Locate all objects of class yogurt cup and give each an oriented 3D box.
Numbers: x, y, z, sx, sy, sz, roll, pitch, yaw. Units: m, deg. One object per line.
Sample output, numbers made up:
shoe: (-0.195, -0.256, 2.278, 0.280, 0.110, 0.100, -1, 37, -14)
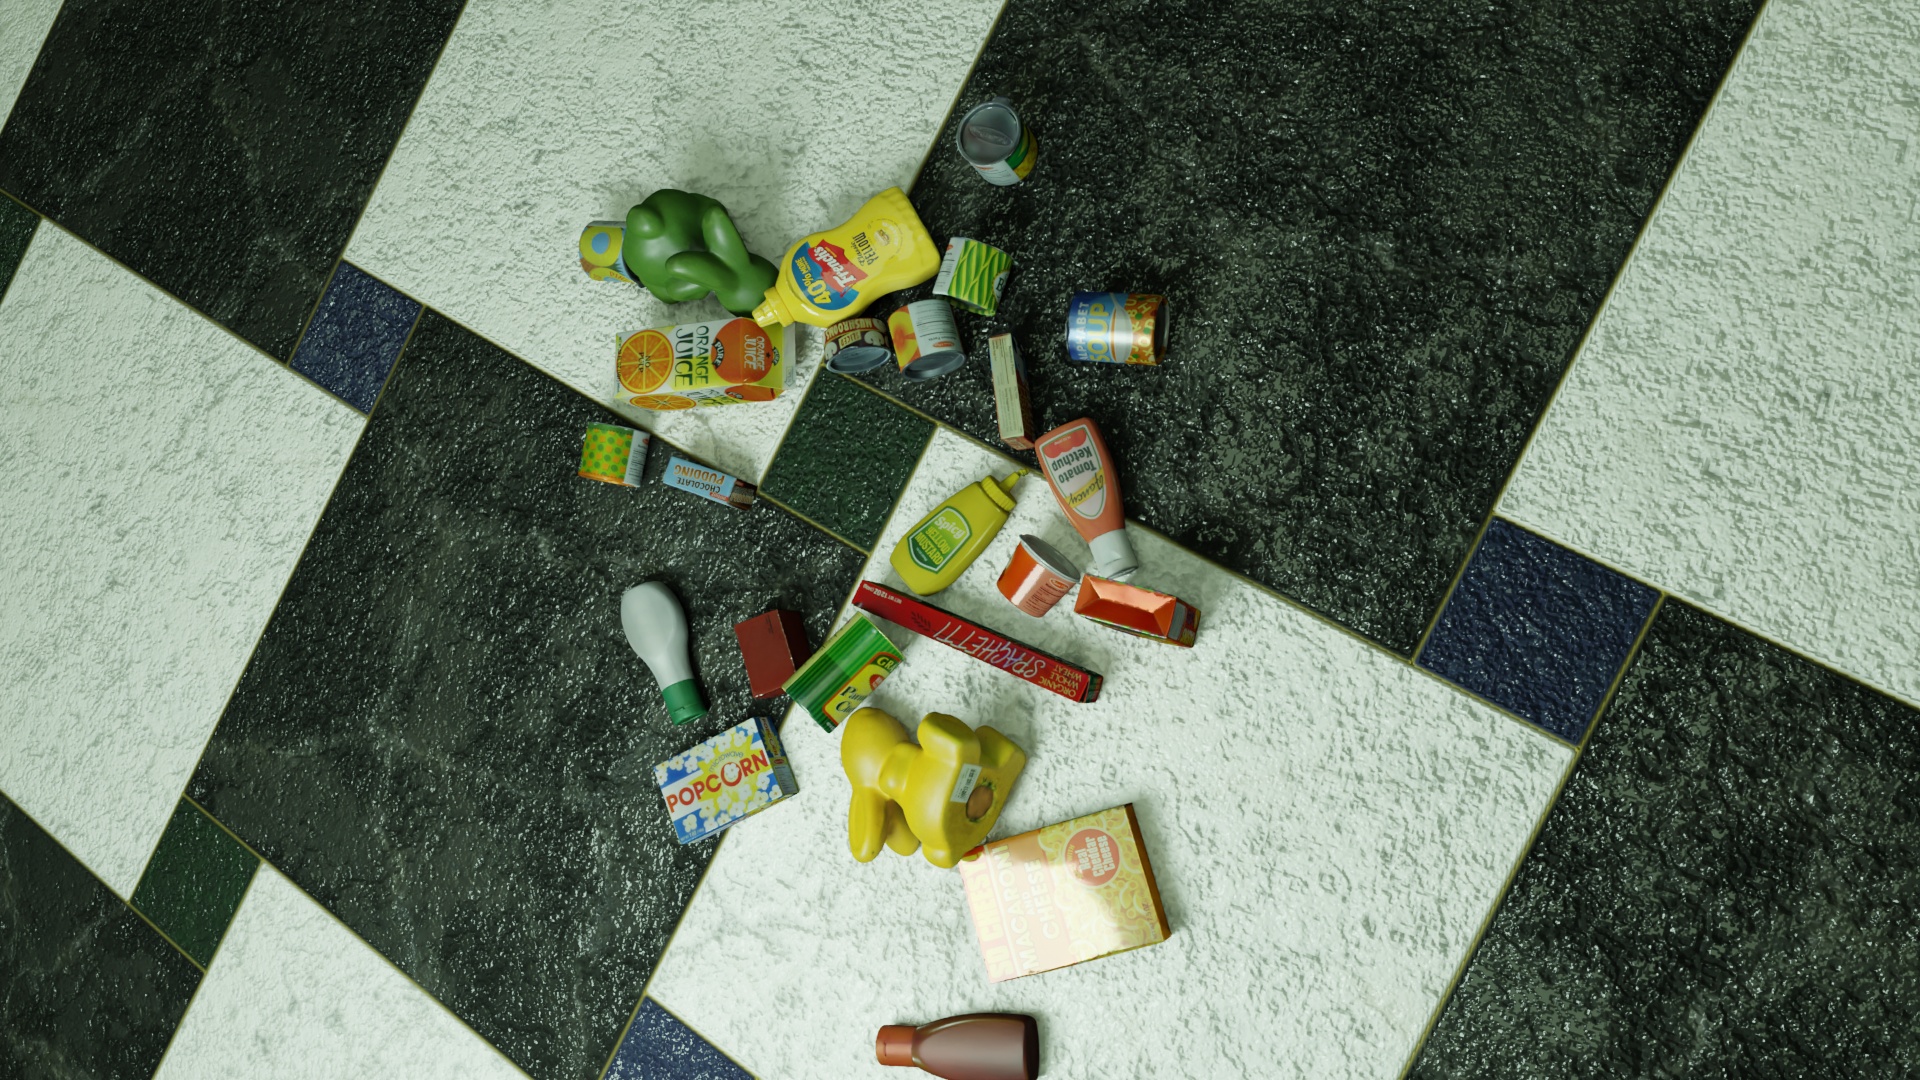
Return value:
yogurt cup: (0.070, 0.035, 1.296, 0.072, 0.072, 0.053, 42, 106, 20)

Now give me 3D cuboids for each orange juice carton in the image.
orange juice carton: (-0.258, -0.182, 1.437, 0.192, 0.073, 0.072, -4, 81, 19)

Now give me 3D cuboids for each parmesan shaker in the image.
parmesan shaker: (-0.111, 0.127, 1.329, 0.071, 0.071, 0.103, 42, 81, 20)

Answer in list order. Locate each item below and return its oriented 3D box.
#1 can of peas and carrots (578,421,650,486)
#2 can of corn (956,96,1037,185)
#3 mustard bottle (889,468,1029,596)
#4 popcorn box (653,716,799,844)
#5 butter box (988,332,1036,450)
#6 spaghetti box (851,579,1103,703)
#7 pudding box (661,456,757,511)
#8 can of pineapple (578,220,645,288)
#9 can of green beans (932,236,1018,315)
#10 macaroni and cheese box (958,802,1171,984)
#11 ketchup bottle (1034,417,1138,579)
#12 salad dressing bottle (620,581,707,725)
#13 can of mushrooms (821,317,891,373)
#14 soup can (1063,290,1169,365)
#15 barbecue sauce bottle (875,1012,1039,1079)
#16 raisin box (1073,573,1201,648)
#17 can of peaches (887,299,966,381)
can of peas and carrots: (-0.368, -0.091, 1.468, 0.071, 0.071, 0.058, 9, 87, 21)
can of corn: (0.038, -0.393, 1.369, 0.071, 0.058, 0.071, -3, 82, 20)
mustard bottle: (0.005, -0.017, 1.334, 0.160, 0.049, 0.065, -44, 73, 9)
popcorn box: (-0.235, 0.240, 1.390, 0.126, 0.038, 0.085, -27, 74, 14)
butter box: (0.050, -0.142, 1.333, 0.024, 0.053, 0.103, -10, 80, 16)
spaghetti box: (0.015, 0.095, 1.314, 0.250, 0.050, 0.028, 22, 92, 21)
pudding box: (-0.259, -0.058, 1.433, 0.084, 0.049, 0.030, 18, 88, 21)
can of pineapple: (-0.369, -0.310, 1.499, 0.058, 0.071, 0.071, 7, 85, 21)
can of green beans: (0.012, -0.257, 1.355, 0.071, 0.071, 0.058, 19, 90, 21)
macaroni and cheese box: (0.093, 0.321, 1.261, 0.166, 0.040, 0.124, -19, 76, 16)
ketchup bottle: (0.123, -0.037, 1.298, 0.064, 0.043, 0.149, -25, 76, 15)
salad dressing bottle: (-0.303, 0.116, 1.429, 0.064, 0.044, 0.148, -27, 76, 13)
can of mushrooms: (-0.105, -0.195, 1.386, 0.071, 0.071, 0.033, -16, 76, 17)
soup can: (0.146, -0.198, 1.296, 0.084, 0.071, 0.071, 6, 85, 20)
barbecue sauce bottle: (-0.004, 0.466, 1.273, 0.148, 0.043, 0.065, -5, 81, 20)
raisin box: (0.159, 0.064, 1.228, 0.086, 0.123, 0.040, 14, 86, 21)
can of peaches: (-0.034, -0.196, 1.365, 0.071, 0.071, 0.058, -19, 77, 17)
